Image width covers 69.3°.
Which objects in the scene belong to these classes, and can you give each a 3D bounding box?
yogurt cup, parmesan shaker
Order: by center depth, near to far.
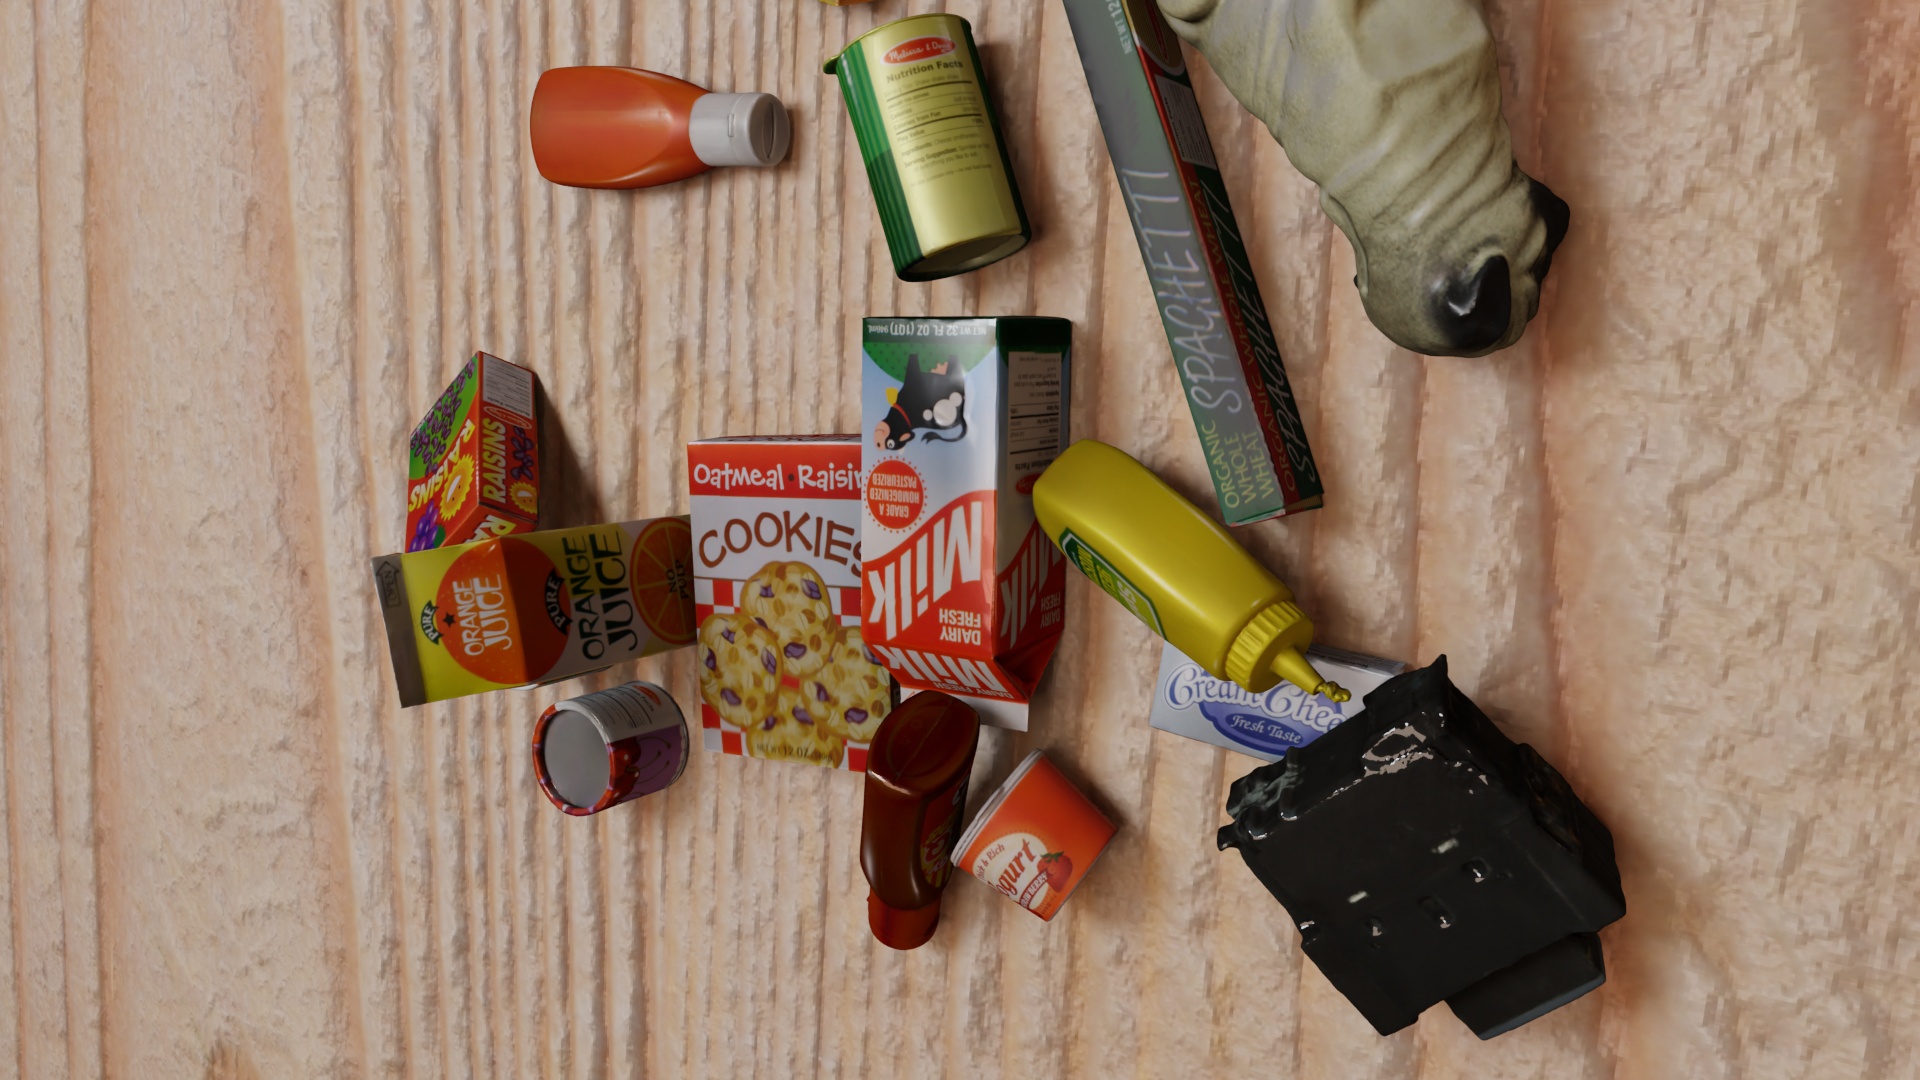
[{"bbox_3d":[-0.015,-0.177,0.636,0.071,0.071,0.103,-17,88,31],"label":"parmesan shaker"},{"bbox_3d":[0.037,0.140,0.648,0.054,0.072,0.072,37,113,13],"label":"yogurt cup"}]

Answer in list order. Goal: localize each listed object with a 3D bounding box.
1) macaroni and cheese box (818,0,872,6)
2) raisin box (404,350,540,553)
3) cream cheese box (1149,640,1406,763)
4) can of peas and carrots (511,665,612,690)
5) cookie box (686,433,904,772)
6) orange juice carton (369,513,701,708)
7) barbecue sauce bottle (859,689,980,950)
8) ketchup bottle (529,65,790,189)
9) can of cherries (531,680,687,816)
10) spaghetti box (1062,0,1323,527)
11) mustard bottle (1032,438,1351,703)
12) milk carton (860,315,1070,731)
[{"bbox_3d":[-0.106,-0.341,0.669,0.167,0.040,0.123,27,127,26],"label":"macaroni and cheese box"},{"bbox_3d":[-0.280,-0.035,0.796,0.086,0.040,0.124,-40,45,27],"label":"raisin box"},{"bbox_3d":[0.137,0.068,0.603,0.104,0.024,0.053,13,101,28],"label":"cream cheese box"},{"bbox_3d":[-0.236,0.047,0.800,0.071,0.059,0.071,4,98,30],"label":"can of peas and carrots"},{"bbox_3d":[-0.078,0.029,0.716,0.123,0.040,0.167,2,98,30],"label":"cookie box"},{"bbox_3d":[-0.210,0.032,0.704,0.073,0.193,0.071,-10,90,30],"label":"orange juice carton"},{"bbox_3d":[-0.023,0.141,0.662,0.044,0.065,0.147,23,135,16],"label":"barbecue sauce bottle"},{"bbox_3d":[-0.160,-0.217,0.732,0.149,0.044,0.064,10,102,29],"label":"ketchup bottle"},{"bbox_3d":[-0.199,0.120,0.787,0.071,0.058,0.071,4,98,30],"label":"can of cherries"},{"bbox_3d":[0.097,-0.127,0.587,0.028,0.050,0.250,-19,86,33],"label":"spaghetti box"},{"bbox_3d":[0.097,0.019,0.580,0.049,0.065,0.160,-43,54,-8],"label":"mustard bottle"},{"bbox_3d":[0.002,-0.008,0.644,0.072,0.073,0.190,4,99,30],"label":"milk carton"}]
